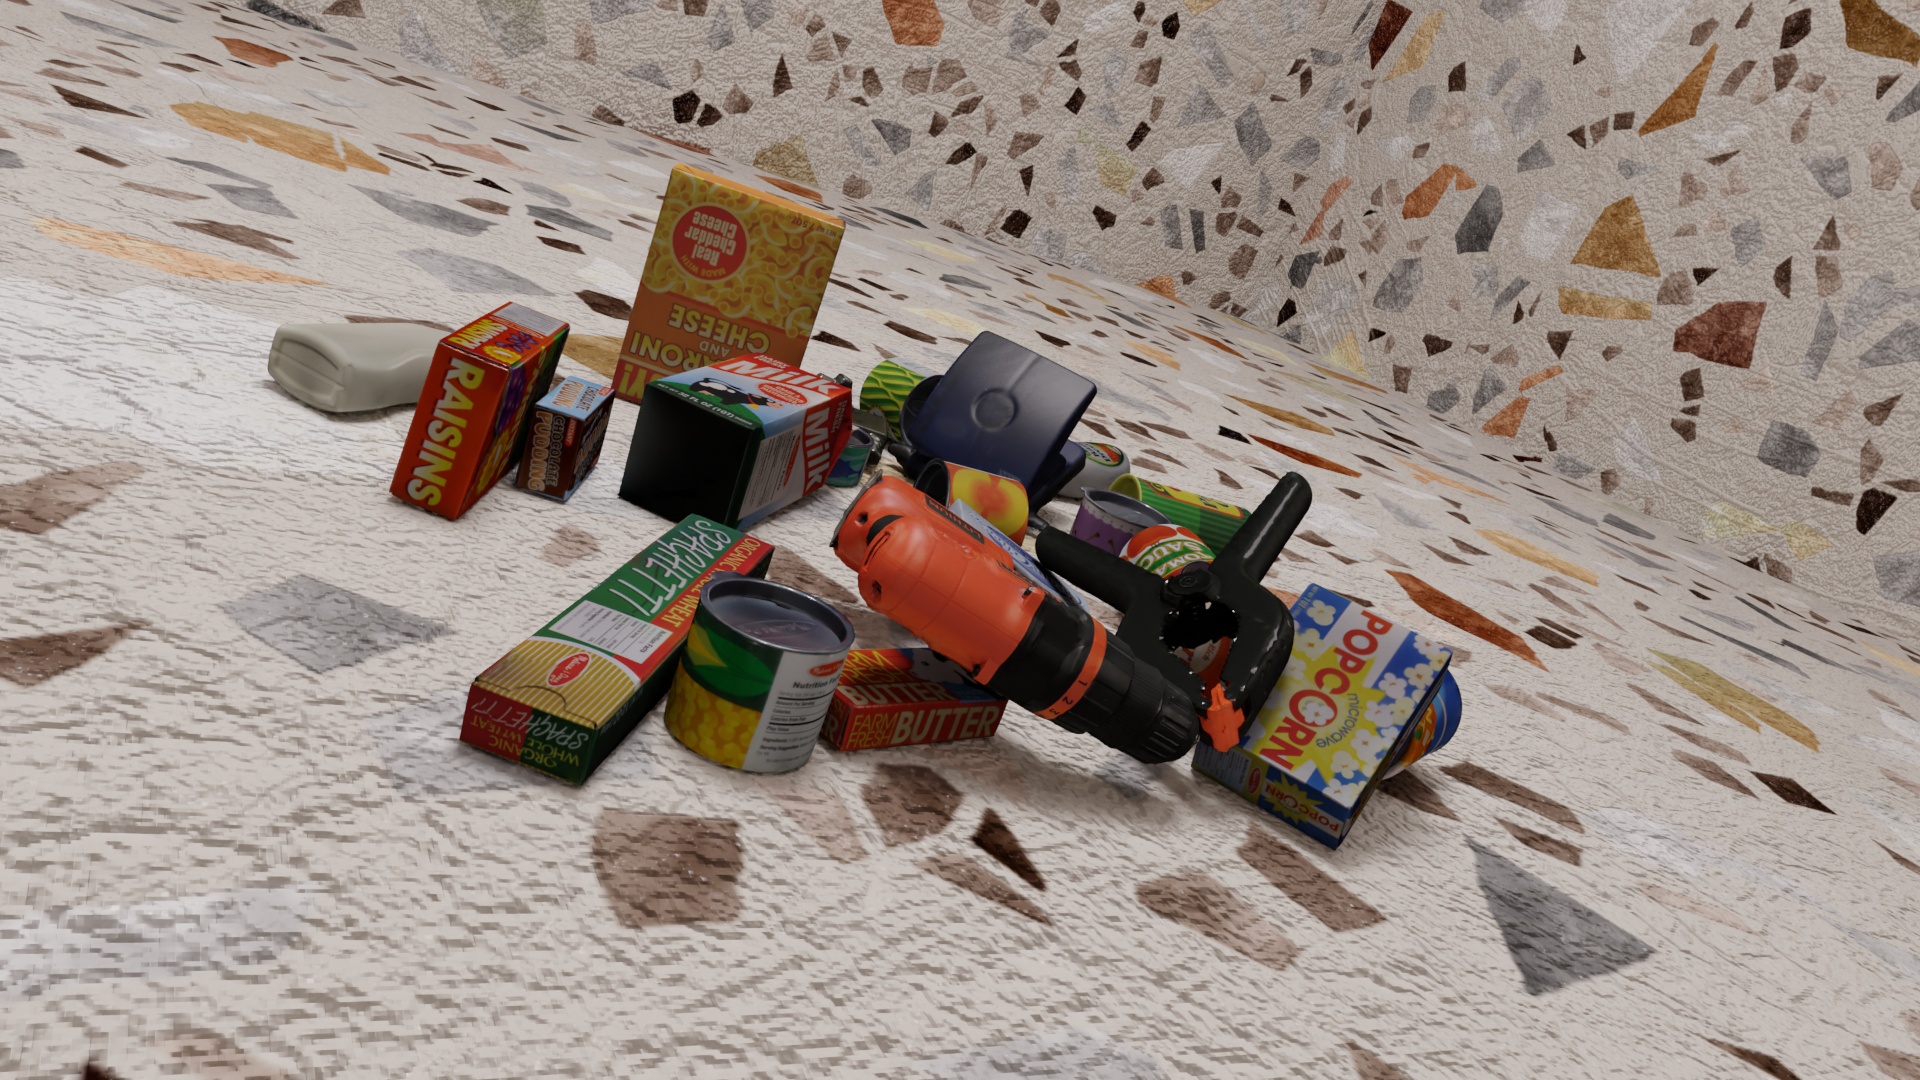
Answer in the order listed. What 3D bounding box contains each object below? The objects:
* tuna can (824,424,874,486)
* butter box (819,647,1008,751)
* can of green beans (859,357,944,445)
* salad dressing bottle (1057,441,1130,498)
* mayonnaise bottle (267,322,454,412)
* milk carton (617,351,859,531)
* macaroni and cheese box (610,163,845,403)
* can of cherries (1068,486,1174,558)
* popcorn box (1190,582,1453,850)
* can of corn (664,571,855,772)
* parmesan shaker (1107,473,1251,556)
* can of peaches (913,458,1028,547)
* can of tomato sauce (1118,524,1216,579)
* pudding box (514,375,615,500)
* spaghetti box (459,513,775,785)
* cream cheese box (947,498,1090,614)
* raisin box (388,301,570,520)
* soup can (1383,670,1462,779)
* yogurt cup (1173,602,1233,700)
[{"bbox_3d":[-0.099,-0.066,0.981,0.071,0.032,0.071,19,17,-6],"label":"tuna can"},{"bbox_3d":[-0.031,0.072,0.646,0.104,0.024,0.053,3,23,-47],"label":"butter box"},{"bbox_3d":[-0.039,-0.109,1.120,0.071,0.071,0.058,4,17,-43],"label":"can of green beans"},{"bbox_3d":[0.082,-0.060,1.154,0.064,0.043,0.148,34,22,35],"label":"salad dressing bottle"},{"bbox_3d":[-0.329,-0.105,0.822,0.065,0.041,0.148,27,17,15],"label":"mayonnaise bottle"},{"bbox_3d":[-0.128,-0.067,0.866,0.072,0.073,0.191,23,20,11],"label":"milk carton"},{"bbox_3d":[-0.165,-0.164,0.979,0.124,0.166,0.040,17,17,-10],"label":"macaroni and cheese box"},{"bbox_3d":[0.105,0.002,0.963,0.071,0.058,0.072,18,18,-6],"label":"can of cherries"},{"bbox_3d":[0.190,0.087,0.727,0.085,0.038,0.127,29,52,24],"label":"popcorn box"},{"bbox_3d":[-0.086,0.054,0.580,0.071,0.058,0.071,19,17,-6],"label":"can of corn"},{"bbox_3d":[0.160,-0.005,1.041,0.103,0.071,0.071,14,18,-21],"label":"parmesan shaker"},{"bbox_3d":[0.003,-0.011,0.878,0.058,0.071,0.071,14,18,-24],"label":"can of peaches"},{"bbox_3d":[0.141,0.032,0.895,0.071,0.071,0.083,16,17,-15],"label":"can of tomato sauce"},{"bbox_3d":[-0.223,-0.059,0.787,0.030,0.049,0.084,17,16,-7],"label":"pudding box"},{"bbox_3d":[-0.140,0.038,0.620,0.050,0.028,0.251,21,17,2],"label":"spaghetti box"},{"bbox_3d":[0.032,0.022,0.821,0.103,0.024,0.053,38,13,-14],"label":"cream cheese box"},{"bbox_3d":[-0.250,-0.071,0.731,0.040,0.086,0.124,23,16,-9],"label":"raisin box"},{"bbox_3d":[0.248,0.098,0.810,0.071,0.071,0.084,30,19,30],"label":"soup can"},{"bbox_3d":[0.129,0.057,0.814,0.054,0.072,0.072,11,17,-3],"label":"yogurt cup"}]
